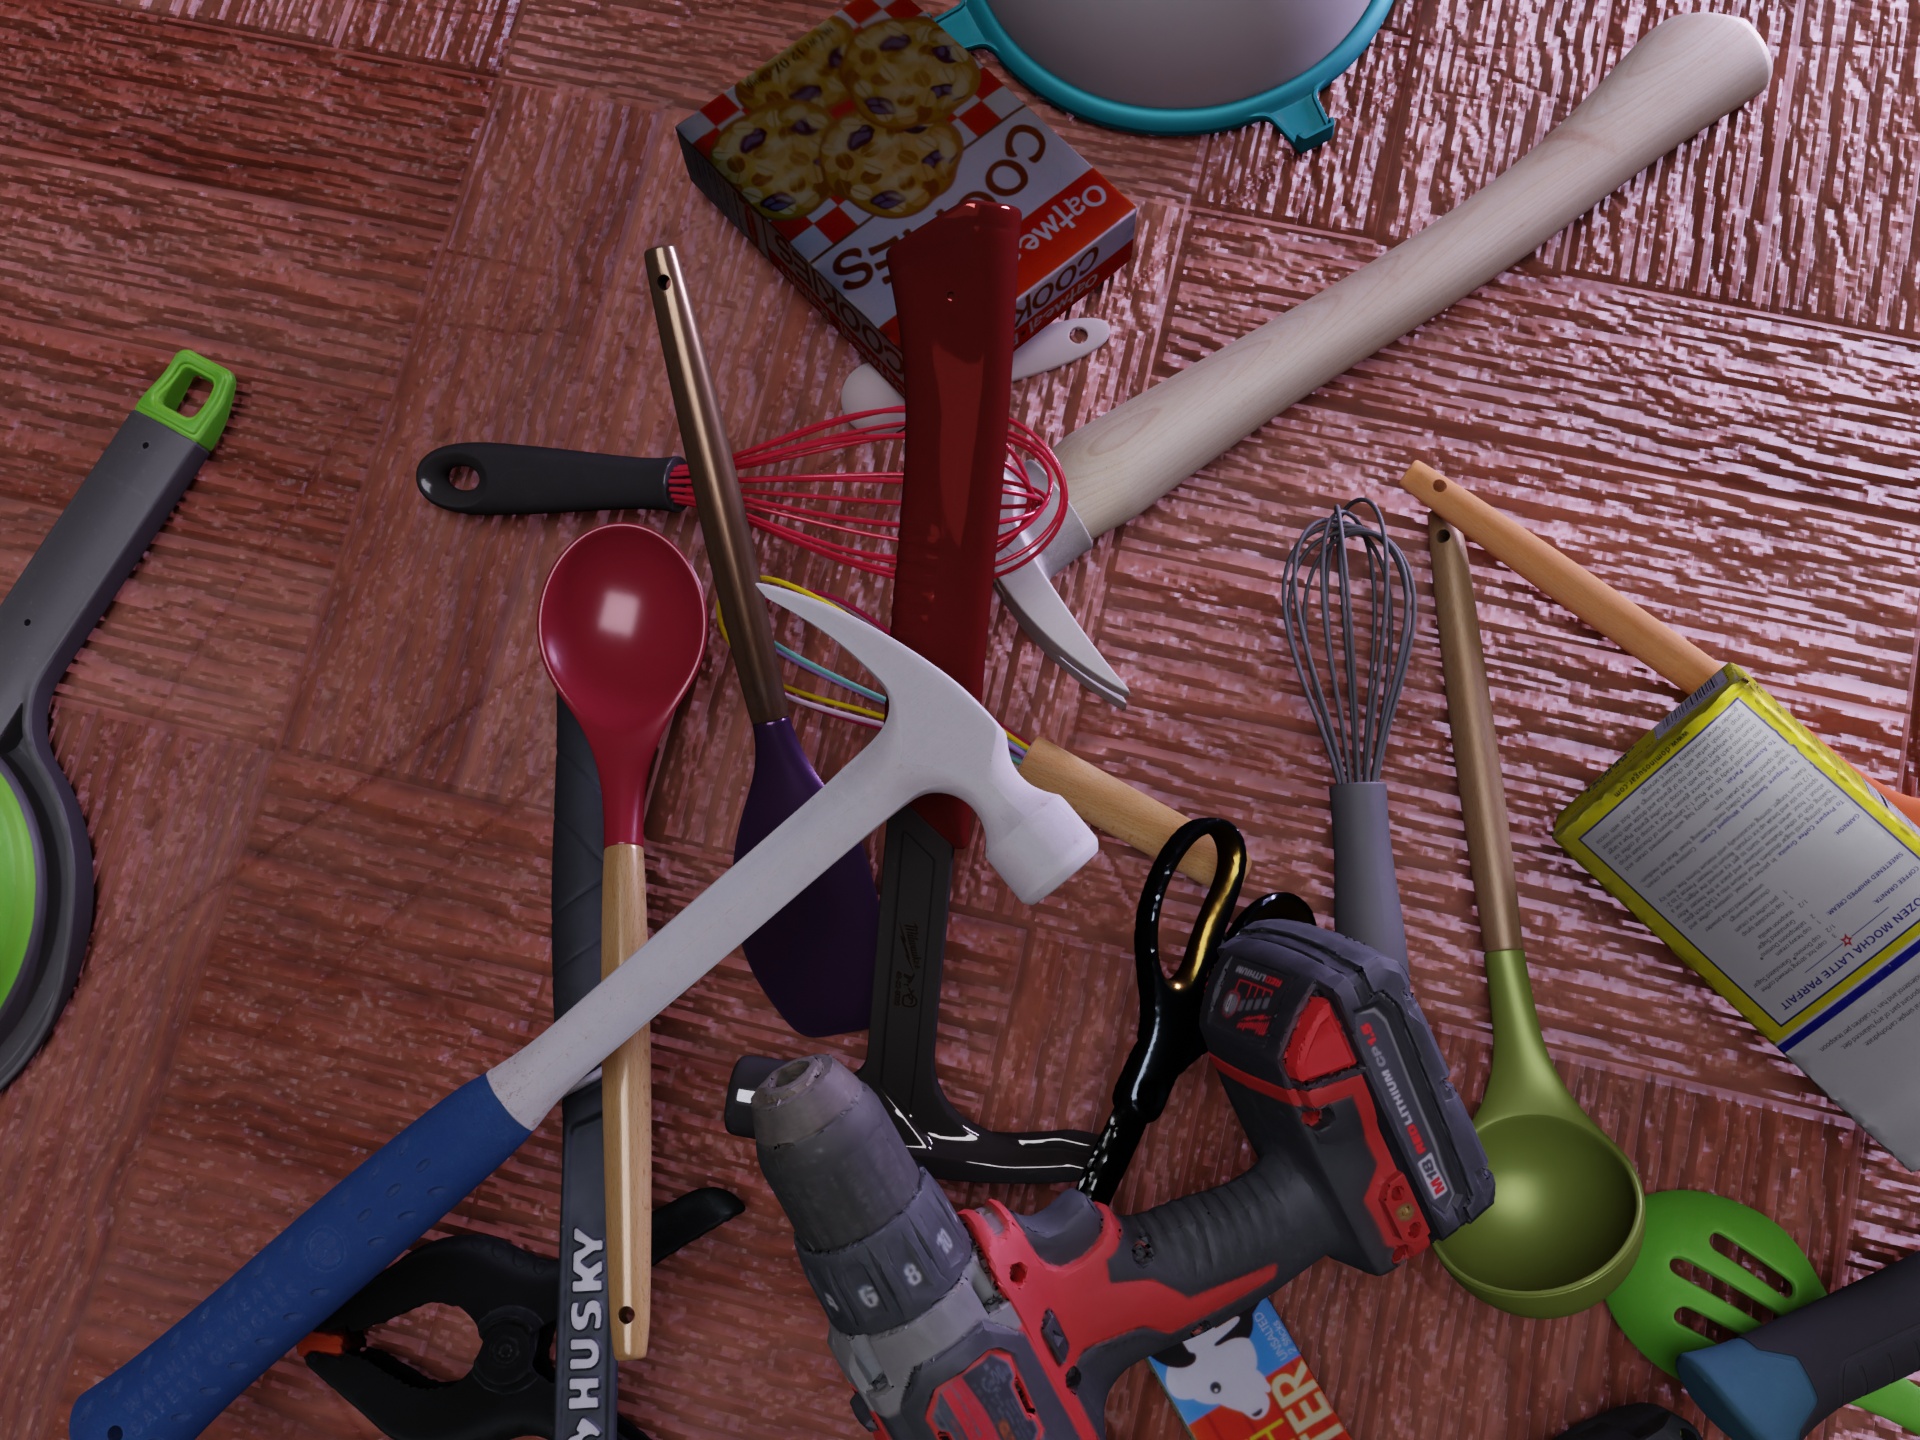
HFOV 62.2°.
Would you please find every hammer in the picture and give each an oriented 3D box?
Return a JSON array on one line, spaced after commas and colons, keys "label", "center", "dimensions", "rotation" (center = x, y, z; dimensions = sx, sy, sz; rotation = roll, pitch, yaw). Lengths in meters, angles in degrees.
[{"label": "hammer", "center": [0.183, -0.171, 0.683], "dimensions": [0.410, 0.038, 0.146], "rotation": [-34, 79, -5]}, {"label": "hammer", "center": [-0.151, 0.120, 0.552], "dimensions": [0.405, 0.035, 0.144], "rotation": [-41, 85, 3]}, {"label": "hammer", "center": [0.412, 0.183, 0.574], "dimensions": [0.331, 0.033, 0.128], "rotation": [-21, 76, -9]}, {"label": "hammer", "center": [-0.001, -0.002, 0.584], "dimensions": [0.149, 0.037, 0.359], "rotation": [6, 102, 3]}, {"label": "hammer", "center": [-0.144, 0.156, 0.604], "dimensions": [0.149, 0.036, 0.409], "rotation": [-3, 69, -2]}]

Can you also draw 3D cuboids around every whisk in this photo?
[{"label": "whisk", "center": [0.007, 0.007, 0.656], "dimensions": [0.245, 0.051, 0.047], "rotation": [28, 102, 5]}, {"label": "whisk", "center": [-0.099, -0.096, 0.653], "dimensions": [0.296, 0.073, 0.073], "rotation": [5, 78, 19]}, {"label": "whisk", "center": [0.161, 0.027, 0.635], "dimensions": [0.055, 0.055, 0.239], "rotation": [-2, 82, 3]}]

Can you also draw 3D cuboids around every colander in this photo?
[{"label": "colander", "center": [-0.432, 0.004, 0.649], "dimensions": [0.204, 0.094, 0.397], "rotation": [27, 81, 9]}]

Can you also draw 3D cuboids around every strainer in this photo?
[{"label": "strainer", "center": [0.119, -0.436, 0.715], "dimensions": [0.211, 0.095, 0.340], "rotation": [18, 80, 7]}]

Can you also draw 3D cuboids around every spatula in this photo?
[{"label": "spatula", "center": [0.313, -0.009, 0.631], "dimensions": [0.322, 0.041, 0.081], "rotation": [37, 83, 7]}, {"label": "spatula", "center": [-0.082, -0.025, 0.621], "dimensions": [0.060, 0.018, 0.316], "rotation": [-10, 99, 7]}]

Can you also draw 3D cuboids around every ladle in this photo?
[{"label": "ladle", "center": [-0.126, 0.073, 0.603], "dimensions": [0.069, 0.031, 0.316], "rotation": [-5, 71, 2]}, {"label": "ladle", "center": [0.206, 0.062, 0.620], "dimensions": [0.078, 0.062, 0.320], "rotation": [-11, 73, 26]}]

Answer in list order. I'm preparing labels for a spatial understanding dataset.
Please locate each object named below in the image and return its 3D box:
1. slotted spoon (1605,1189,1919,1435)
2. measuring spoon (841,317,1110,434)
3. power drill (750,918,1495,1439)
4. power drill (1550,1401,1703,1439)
[{"label": "slotted spoon", "center": [0.384, 0.269, 0.578], "dimensions": [0.314, 0.031, 0.070], "rotation": [28, 78, 8]}, {"label": "measuring spoon", "center": [0.007, -0.157, 0.698], "dimensions": [0.124, 0.018, 0.034], "rotation": [-17, 77, -1]}, {"label": "power drill", "center": [0.052, 0.154, 0.541], "dimensions": [0.226, 0.080, 0.188], "rotation": [-30, 103, -18]}, {"label": "power drill", "center": [0.192, 0.365, 0.544], "dimensions": [0.223, 0.080, 0.171], "rotation": [-24, 77, -5]}]
